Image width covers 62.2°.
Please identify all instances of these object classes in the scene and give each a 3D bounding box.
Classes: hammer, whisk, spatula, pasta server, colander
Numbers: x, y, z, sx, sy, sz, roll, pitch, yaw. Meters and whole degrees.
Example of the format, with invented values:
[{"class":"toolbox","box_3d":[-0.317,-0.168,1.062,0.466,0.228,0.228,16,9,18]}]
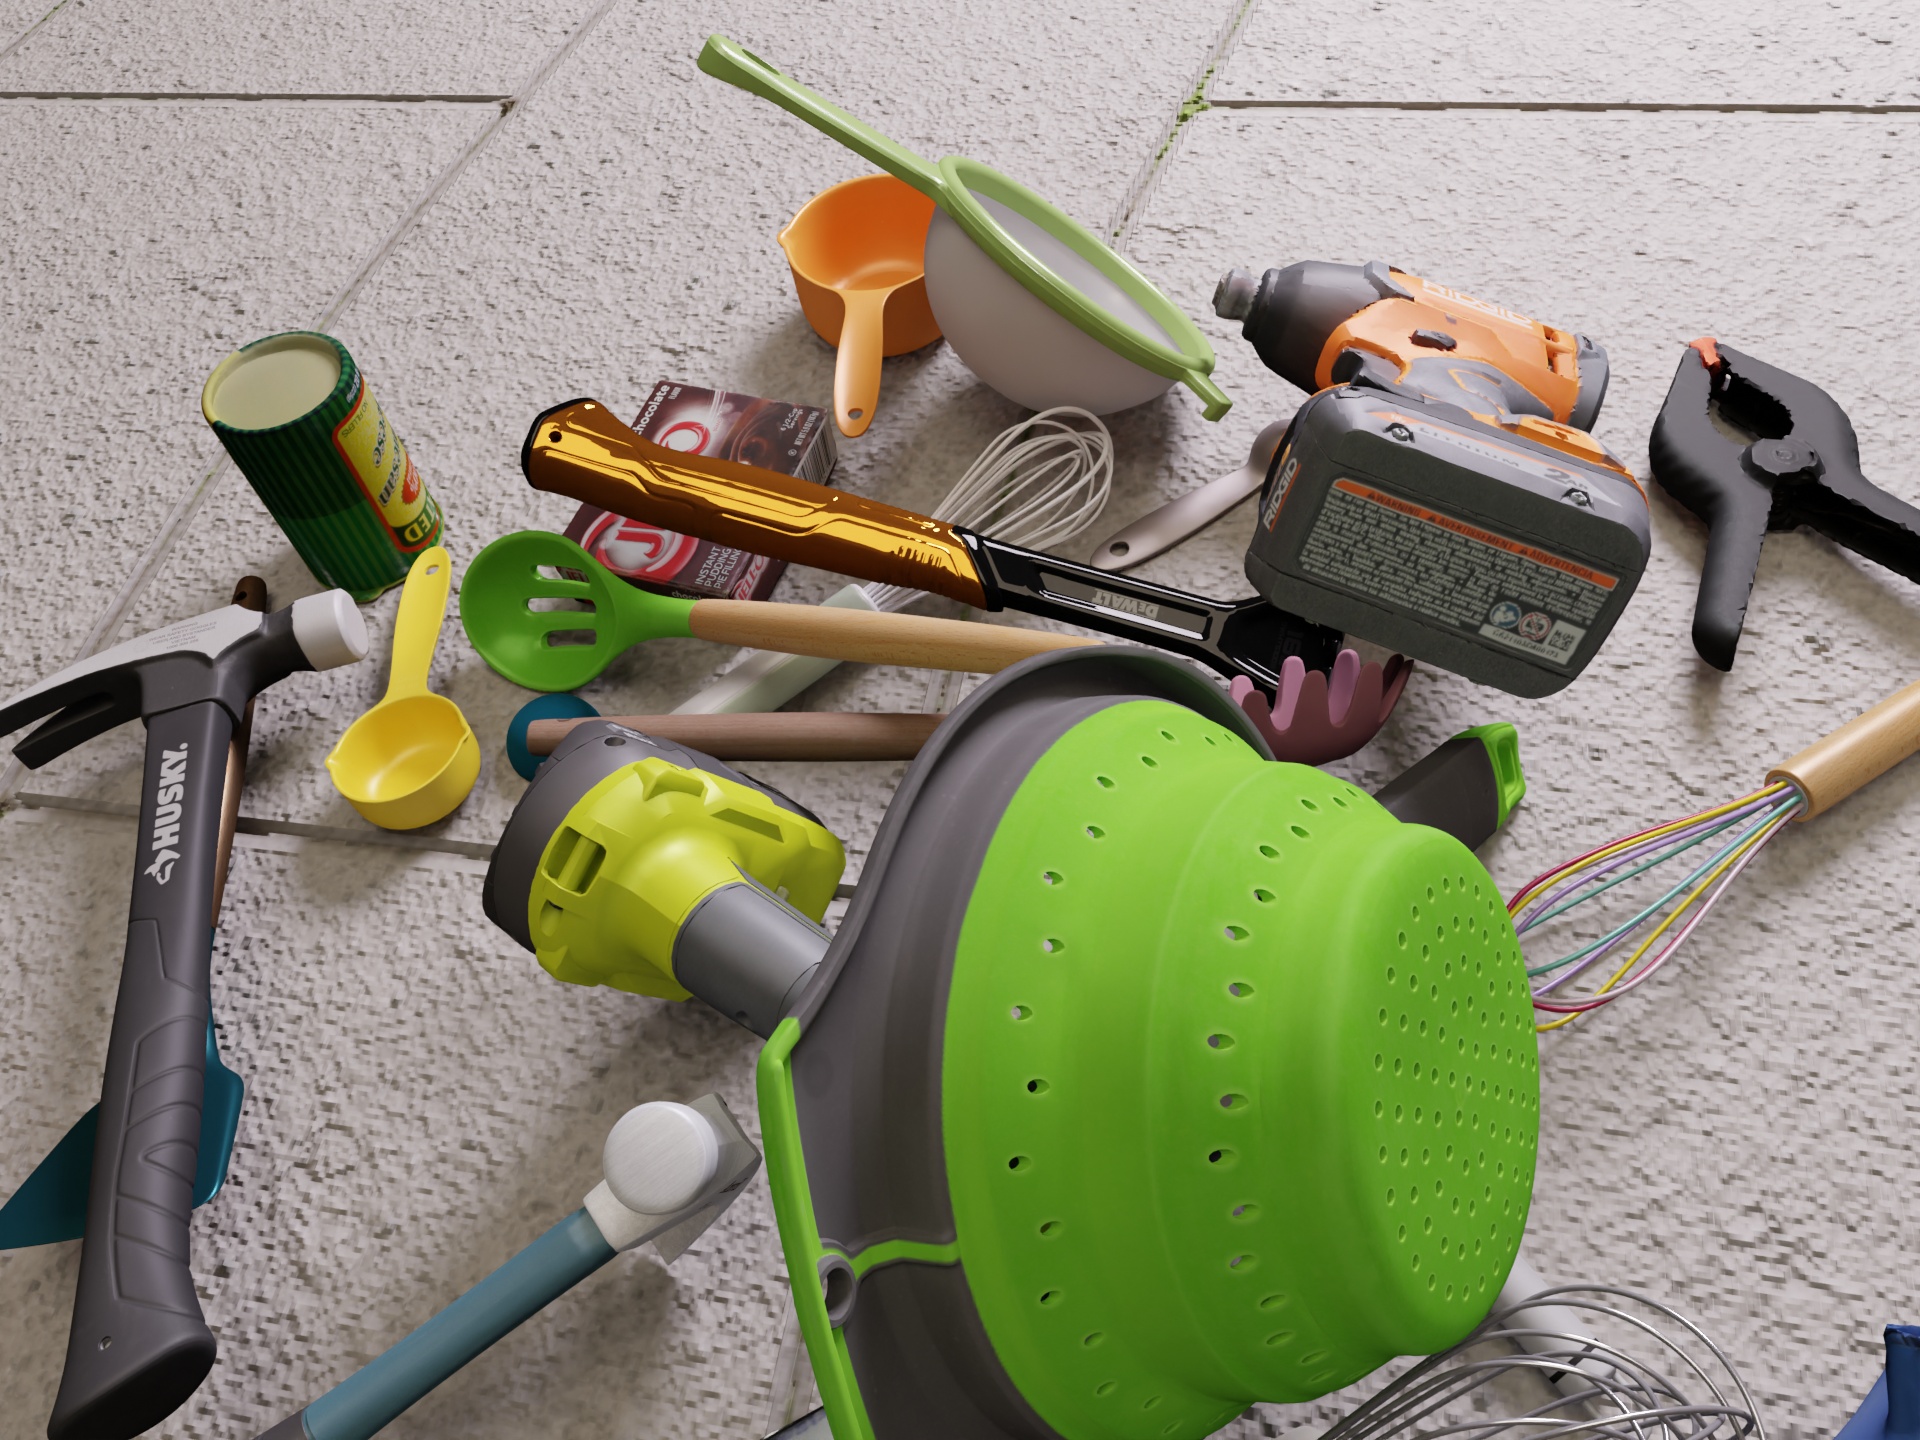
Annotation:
[{"class":"hammer","box_3d":[-0.289,0.087,0.569,0.146,0.035,0.335,-16,49,-3]},{"class":"whisk","box_3d":[-0.033,-0.052,0.668,0.246,0.059,0.058,-36,39,-11]},{"class":"spatula","box_3d":[-0.306,0.056,0.634,0.082,0.044,0.318,-12,54,2]},{"class":"pasta server","box_3d":[-0.001,-0.002,0.570,0.316,0.060,0.040,0,97,5]},{"class":"whisk","box_3d":[0.059,0.210,0.389,0.284,0.070,0.070,-36,49,29]},{"class":"whisk","box_3d":[0.279,0.040,0.566,0.245,0.051,0.047,-27,81,-16]},{"class":"colander","box_3d":[0.118,0.060,0.428,0.094,0.204,0.397,-6,11,38]},{"class":"hammer","box_3d":[-0.019,-0.059,0.630,0.337,0.034,0.127,17,72,8]},{"class":"hammer","box_3d":[-0.200,0.219,0.473,0.331,0.128,0.033,-36,77,-5]}]

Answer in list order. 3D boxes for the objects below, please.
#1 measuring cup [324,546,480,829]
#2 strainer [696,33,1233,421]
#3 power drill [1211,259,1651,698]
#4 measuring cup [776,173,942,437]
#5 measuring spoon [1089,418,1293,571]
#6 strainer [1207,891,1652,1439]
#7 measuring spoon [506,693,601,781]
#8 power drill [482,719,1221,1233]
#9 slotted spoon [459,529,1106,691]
[{"class":"measuring cup","box_3d":[-0.232,-0.017,0.688,0.062,0.029,0.157,-12,46,3]},{"class":"strainer","box_3d":[-0.008,-0.198,0.685,0.256,0.069,0.152,24,28,-26]},{"class":"power drill","box_3d":[0.167,-0.112,0.603,0.164,0.084,0.227,21,34,2]},{"class":"measuring cup","box_3d":[-0.040,-0.185,0.758,0.095,0.052,0.174,-2,57,7]},{"class":"measuring spoon","box_3d":[0.108,-0.100,0.696,0.124,0.018,0.034,-31,57,-12]},{"class":"strainer","box_3d":[0.127,0.125,0.527,0.087,0.050,0.259,-41,62,-1]},{"class":"measuring spoon","box_3d":[-0.143,0.028,0.641,0.042,0.021,0.129,-39,58,-17]},{"class":"power drill","box_3d":[-0.025,0.092,0.503,0.229,0.190,0.080,29,91,36]},{"class":"slotted spoon","box_3d":[-0.080,-0.035,0.614,0.314,0.070,0.031,7,18,34]}]
